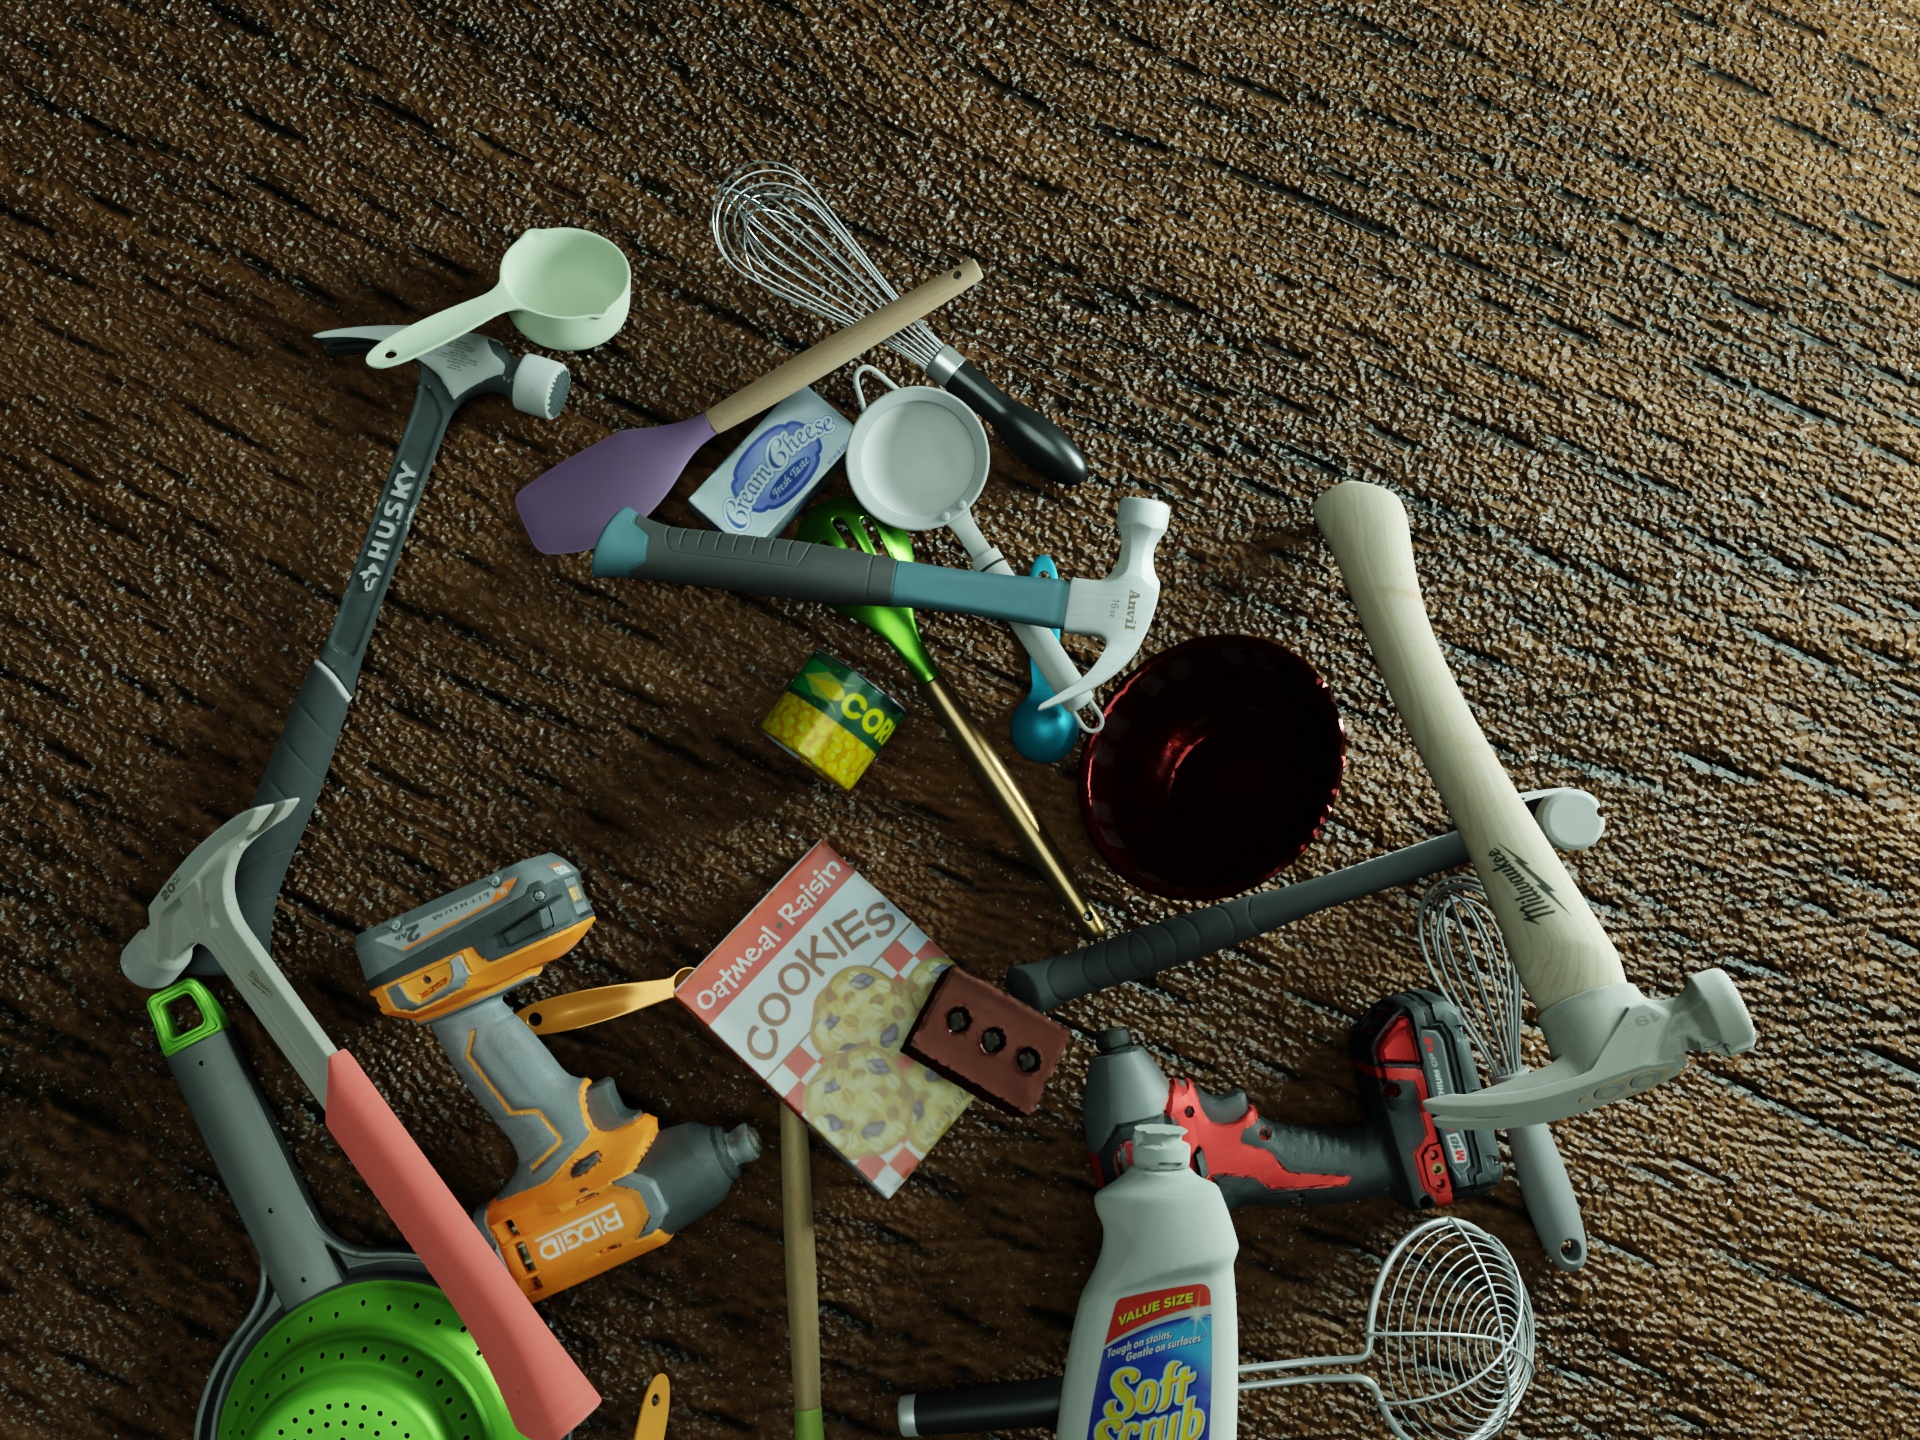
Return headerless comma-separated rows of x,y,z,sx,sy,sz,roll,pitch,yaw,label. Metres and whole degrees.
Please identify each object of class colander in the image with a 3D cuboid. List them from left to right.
-0.355,0.323,0.855,0.204,0.094,0.397,-27,86,-6,colander

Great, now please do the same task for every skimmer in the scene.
0.148,0.368,0.911,0.363,0.090,0.127,-9,87,6,skimmer

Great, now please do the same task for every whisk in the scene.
-0.034,-0.238,0.973,0.284,0.070,0.070,38,82,-2,whisk
0.325,0.207,0.935,0.055,0.055,0.239,-17,88,-5,whisk

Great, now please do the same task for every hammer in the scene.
-0.369,-0.045,0.939,0.149,0.036,0.409,18,82,1,hammer
-0.303,0.218,0.838,0.149,0.036,0.359,-42,83,23,hammer
-0.051,-0.083,0.926,0.331,0.033,0.128,8,90,6,hammer
0.186,0.105,0.911,0.335,0.146,0.035,-19,85,4,hammer
0.255,0.019,0.851,0.146,0.038,0.411,-23,47,12,hammer

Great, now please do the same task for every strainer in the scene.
0.011,-0.100,0.955,0.087,0.050,0.258,-33,84,3,strainer

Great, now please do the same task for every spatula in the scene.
-0.126,-0.188,0.950,0.316,0.018,0.060,-29,81,7,spatula

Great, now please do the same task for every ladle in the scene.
-0.087,0.359,0.888,0.078,0.062,0.320,-4,80,-2,ladle

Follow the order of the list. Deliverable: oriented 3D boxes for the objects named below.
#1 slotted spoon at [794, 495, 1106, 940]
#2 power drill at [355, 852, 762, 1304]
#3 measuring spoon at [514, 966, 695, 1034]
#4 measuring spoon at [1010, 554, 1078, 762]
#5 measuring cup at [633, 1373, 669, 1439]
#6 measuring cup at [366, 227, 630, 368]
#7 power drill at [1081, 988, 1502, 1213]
-0.002,-0.003,0.956,0.070,0.031,0.314,-32,86,-9,slotted spoon
-0.220,0.192,0.886,0.164,0.084,0.226,-24,89,0,power drill
-0.206,0.165,0.933,0.117,0.011,0.021,-13,85,-1,measuring spoon
0.051,-0.039,0.964,0.042,0.021,0.129,0,83,-3,measuring spoon
-0.201,0.448,0.871,0.052,0.095,0.174,-13,52,35,measuring cup
-0.273,-0.236,0.946,0.167,0.038,0.083,-33,70,-24,measuring cup
0.180,0.228,0.910,0.219,0.078,0.143,-13,83,-2,power drill
